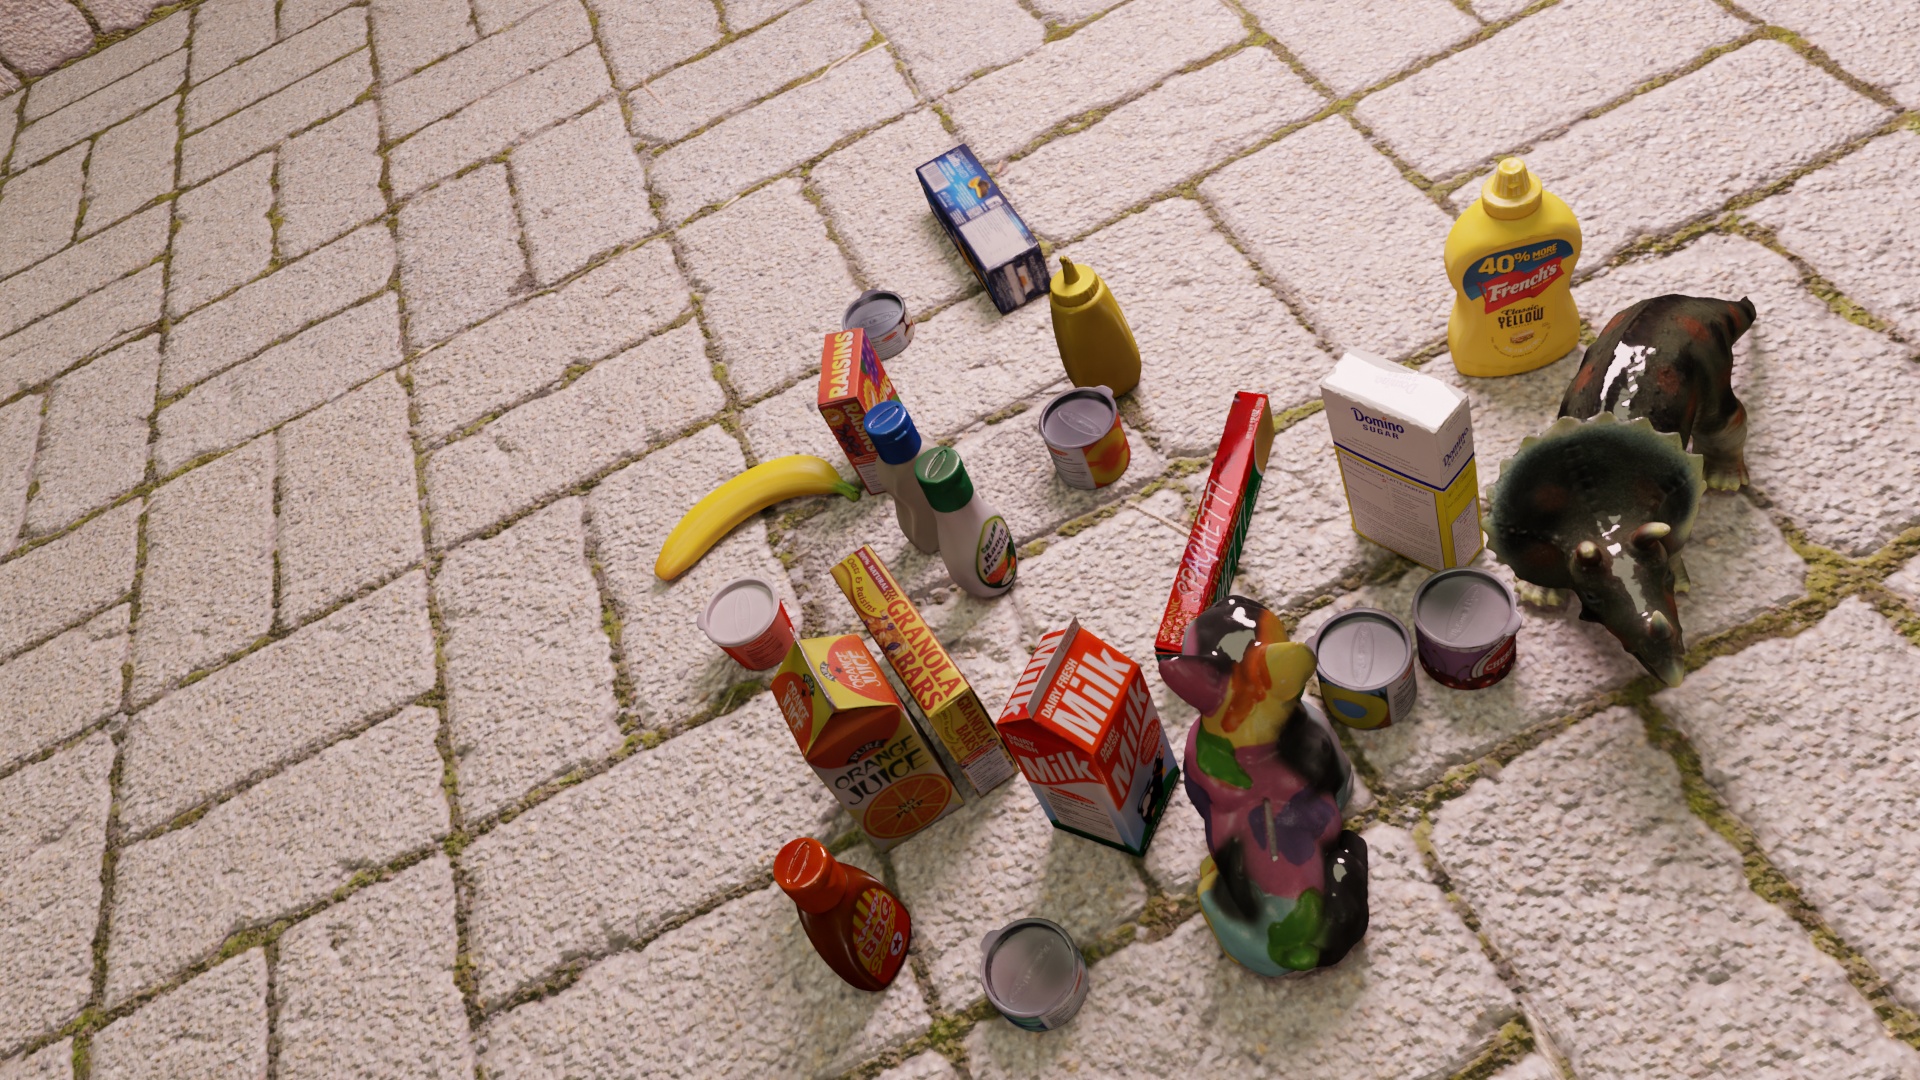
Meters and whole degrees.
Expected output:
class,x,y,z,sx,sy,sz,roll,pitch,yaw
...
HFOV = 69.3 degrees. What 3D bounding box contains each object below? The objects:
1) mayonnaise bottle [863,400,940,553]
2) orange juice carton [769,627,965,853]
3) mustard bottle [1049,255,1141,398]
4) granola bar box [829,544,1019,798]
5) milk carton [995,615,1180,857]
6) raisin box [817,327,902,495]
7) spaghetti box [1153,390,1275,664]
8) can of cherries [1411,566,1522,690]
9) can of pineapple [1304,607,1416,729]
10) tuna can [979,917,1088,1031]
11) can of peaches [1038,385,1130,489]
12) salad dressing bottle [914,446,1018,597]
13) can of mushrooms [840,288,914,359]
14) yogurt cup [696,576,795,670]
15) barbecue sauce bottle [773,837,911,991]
class,x,y,z,sx,sy,sz,roll,pitch,yaw
mayonnaise bottle,-0.036,-0.053,1.132,0.065,0.147,0.041,-39,50,-10
orange juice carton,-0.070,0.134,0.968,0.073,0.192,0.072,-31,49,-3
mustard bottle,0.108,-0.185,1.170,0.065,0.159,0.049,-26,49,2
granola bar box,-0.027,0.095,1.027,0.039,0.123,0.166,-34,49,-5
milk carton,0.083,0.128,0.913,0.073,0.189,0.072,14,60,30
raisin box,-0.083,-0.112,1.213,0.040,0.123,0.086,-10,51,15
spaghetti box,0.198,-0.005,1.065,0.028,0.050,0.251,6,56,26
can of cherries,0.347,0.062,0.948,0.071,0.058,0.072,-11,51,14
can of pineapple,0.277,0.088,0.956,0.071,0.057,0.071,-11,51,14
tuna can,0.047,0.283,0.910,0.071,0.032,0.071,-11,50,14
can of peaches,0.106,-0.086,1.161,0.071,0.057,0.071,-11,51,14
salad dressing bottle,0.004,-0.014,1.085,0.044,0.147,0.064,14,60,30
can of mushrooms,-0.080,-0.210,1.349,0.071,0.033,0.071,-11,50,14
yogurt cup,-0.172,0.071,1.151,0.072,0.053,0.073,-11,51,14
barbecue sauce bottle,-0.078,0.243,0.915,0.043,0.148,0.065,5,56,26
